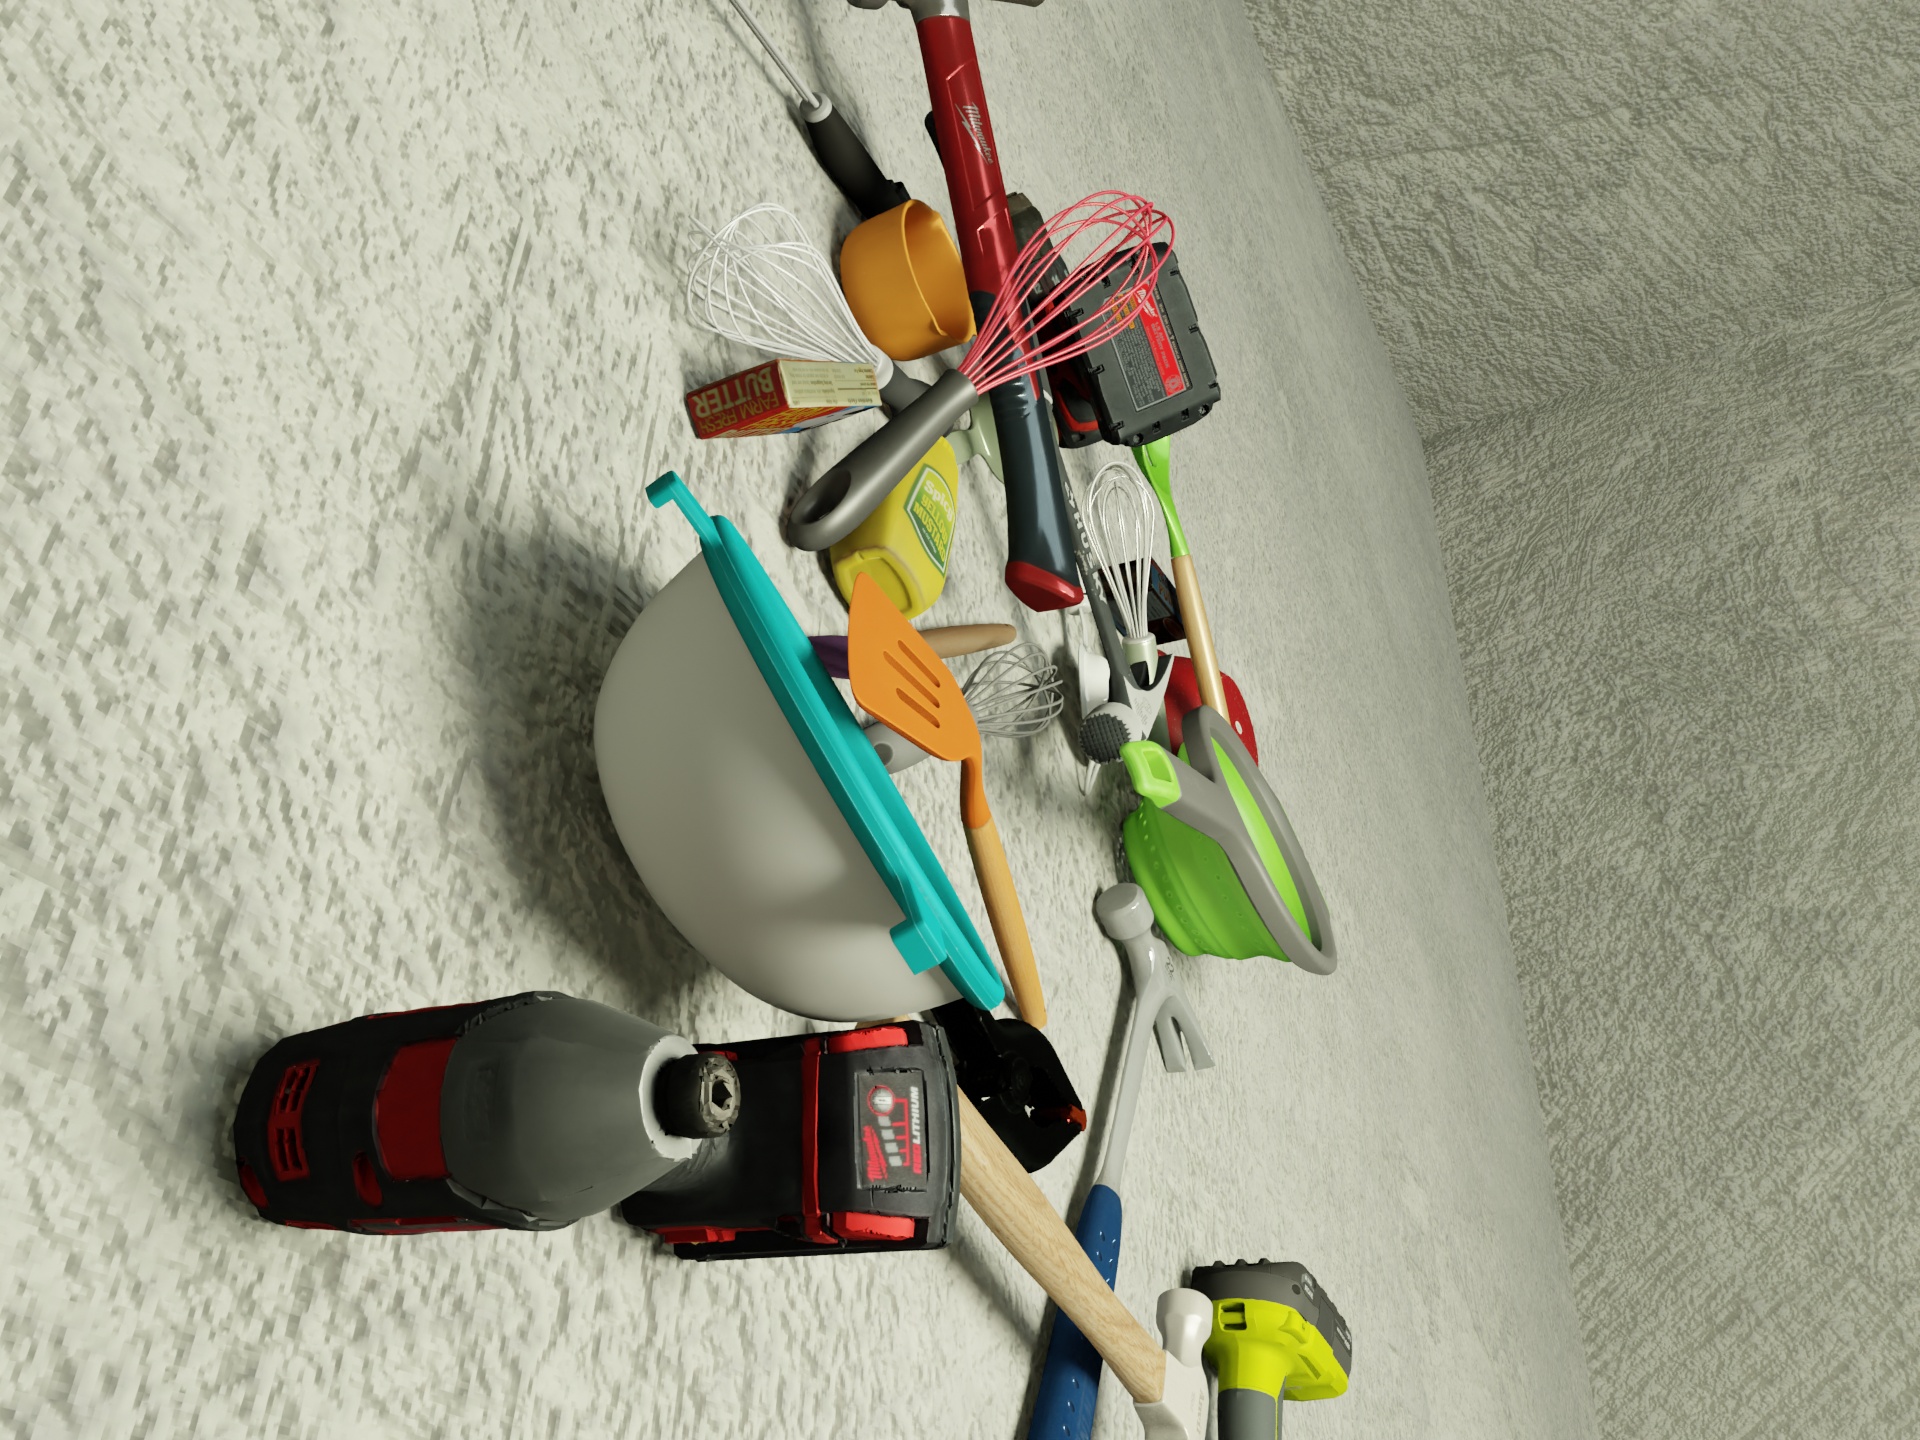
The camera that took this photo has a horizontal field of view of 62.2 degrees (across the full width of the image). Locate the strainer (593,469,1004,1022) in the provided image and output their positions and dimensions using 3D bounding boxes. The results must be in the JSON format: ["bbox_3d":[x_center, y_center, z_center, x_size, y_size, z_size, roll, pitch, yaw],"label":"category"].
[{"bbox_3d":[-0.067,0.053,0.658,0.211,0.095,0.340,59,-3,17],"label":"strainer"}]

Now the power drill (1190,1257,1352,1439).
[{"bbox_3d":[0.188,0.464,0.973,0.171,0.080,0.223,55,35,-36],"label":"power drill"}]

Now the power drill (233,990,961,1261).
[{"bbox_3d":[-0.089,0.126,0.490,0.219,0.143,0.079,32,51,-60],"label":"power drill"}]

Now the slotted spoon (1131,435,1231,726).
[{"bbox_3d":[0.171,-0.099,1.202,0.070,0.031,0.314,-18,95,-65],"label":"slotted spoon"}]

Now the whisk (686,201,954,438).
[{"bbox_3d":[-0.063,-0.201,0.851,0.284,0.070,0.070,20,58,-67],"label":"whisk"}]

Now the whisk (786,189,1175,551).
[{"bbox_3d":[0.014,-0.188,0.840,0.296,0.073,0.073,-46,125,-20],"label":"whisk"}]

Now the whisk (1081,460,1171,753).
[{"bbox_3d":[0.129,-0.068,1.166,0.059,0.058,0.246,-23,110,-36],"label":"whisk"}]

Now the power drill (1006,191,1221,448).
[{"bbox_3d":[0.082,-0.276,1.088,0.227,0.080,0.187,-136,-157,-73],"label":"power drill"}]

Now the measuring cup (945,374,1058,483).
[{"bbox_3d":[0.026,-0.190,1.048,0.083,0.038,0.167,70,22,-10],"label":"measuring cup"}]

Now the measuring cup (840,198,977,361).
[{"bbox_3d":[-0.015,-0.240,0.978,0.173,0.052,0.095,44,38,-52],"label":"measuring cup"}]

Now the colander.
[{"bbox_3d":[0.144,0.082,1.044,0.396,0.094,0.205,28,38,-63],"label":"colander"}]

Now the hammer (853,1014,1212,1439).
[{"bbox_3d":[0.041,0.253,0.751,0.331,0.031,0.130,56,29,-30],"label":"hammer"}]

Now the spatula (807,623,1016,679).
[{"bbox_3d":[-0.022,-0.039,0.861,0.316,0.060,0.018,-16,126,-70],"label":"spatula"}]

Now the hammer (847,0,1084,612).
[{"bbox_3d":[0.032,-0.256,0.919,0.143,0.038,0.386,-10,88,-35],"label":"hammer"}]

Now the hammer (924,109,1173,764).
[{"bbox_3d":[0.055,-0.183,0.991,0.149,0.036,0.409,-37,111,-65],"label":"hammer"}]

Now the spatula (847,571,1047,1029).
[{"bbox_3d":[0.003,0.064,0.792,0.322,0.041,0.081,74,11,-45],"label":"spatula"}]

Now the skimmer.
[{"bbox_3d":[-0.088,-0.396,0.863,0.127,0.090,0.362,52,5,37],"label":"skimmer"}]

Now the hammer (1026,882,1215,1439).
[{"bbox_3d":[0.089,0.272,0.916,0.144,0.035,0.406,63,27,-24],"label":"hammer"}]

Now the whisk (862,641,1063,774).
[{"bbox_3d":[-0.001,-0.004,0.875,0.239,0.055,0.055,-23,97,-61],"label":"whisk"}]

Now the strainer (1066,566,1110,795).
[{"bbox_3d":[0.087,-0.075,1.116,0.086,0.050,0.259,55,23,-69],"label":"strainer"}]
